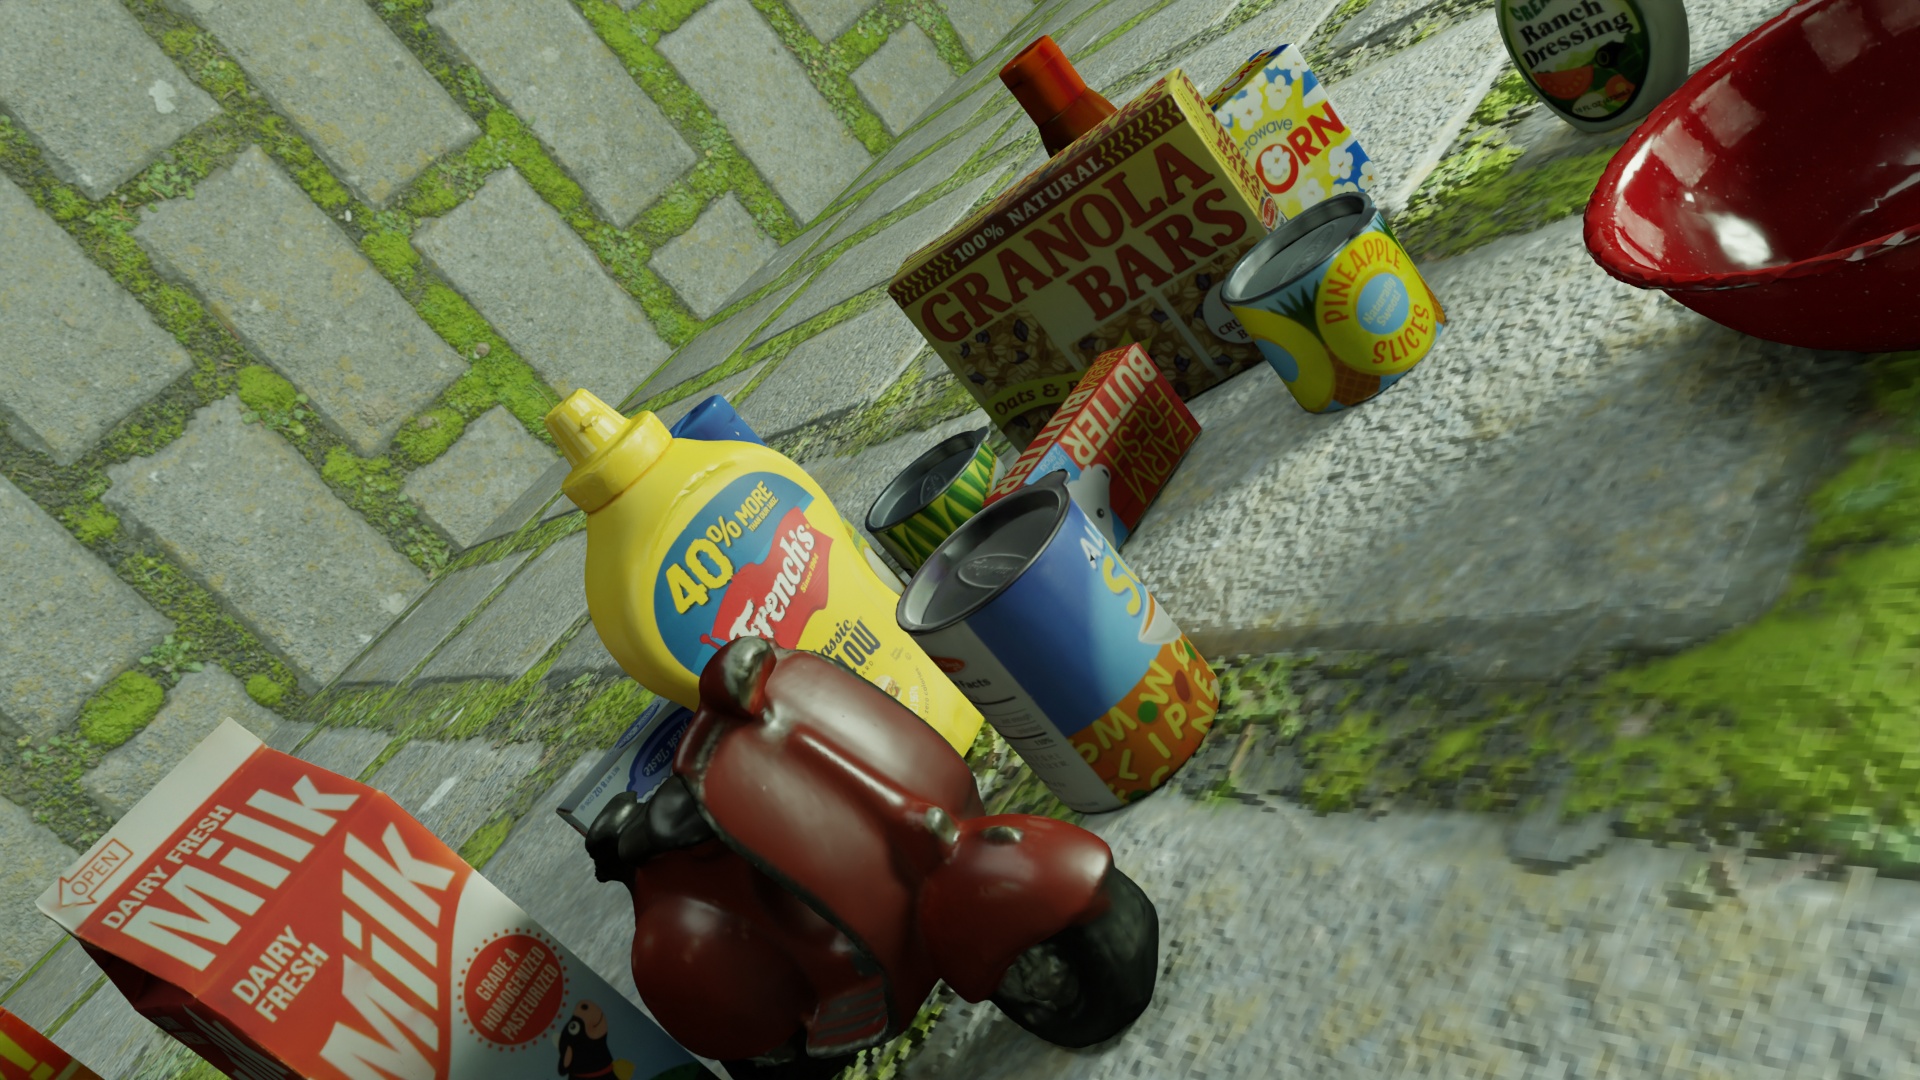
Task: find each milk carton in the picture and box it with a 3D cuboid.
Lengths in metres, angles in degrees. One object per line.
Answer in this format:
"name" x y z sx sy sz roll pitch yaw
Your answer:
"milk carton" -0.172 0.141 0.420 0.073 0.190 0.073 -22 26 44

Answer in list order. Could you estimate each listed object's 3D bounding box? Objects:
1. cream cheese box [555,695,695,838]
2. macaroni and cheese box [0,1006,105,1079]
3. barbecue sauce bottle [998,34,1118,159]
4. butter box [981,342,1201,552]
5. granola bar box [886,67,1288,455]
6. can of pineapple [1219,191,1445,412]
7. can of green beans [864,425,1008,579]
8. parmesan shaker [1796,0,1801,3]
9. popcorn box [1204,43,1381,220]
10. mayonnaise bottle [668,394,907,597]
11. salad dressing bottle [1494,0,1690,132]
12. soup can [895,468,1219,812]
"cream cheese box" -0.130 0.102 0.640 0.024 0.053 0.104 -13 33 54
"macaroni and cheese box" -0.292 0.251 0.444 0.040 0.166 0.124 -21 27 46
"barbecue sauce bottle" 0.082 -0.226 0.818 0.044 0.148 0.065 -47 19 -17
"butter box" 0.057 -0.031 0.578 0.024 0.053 0.104 -14 32 54
"granola bar box" 0.067 -0.117 0.639 0.165 0.124 0.039 -28 23 34
"can of pineapple" 0.145 -0.092 0.537 0.071 0.057 0.071 -36 19 15
"can of green beans" 0.000 -0.007 0.625 0.071 0.057 0.071 -36 19 15
"parmesan shaker" 0.314 -0.251 0.497 0.071 0.103 0.071 -36 19 15
"popcorn box" 0.136 -0.173 0.694 0.127 0.085 0.038 -43 19 -6
"mayonnaise bottle" -0.065 0.004 0.587 0.041 0.148 0.065 -36 19 14
"salad dressing bottle" 0.231 -0.233 0.547 0.044 0.147 0.064 -51 21 -27
"soup can" 0.033 0.032 0.436 0.071 0.083 0.071 -36 19 15
